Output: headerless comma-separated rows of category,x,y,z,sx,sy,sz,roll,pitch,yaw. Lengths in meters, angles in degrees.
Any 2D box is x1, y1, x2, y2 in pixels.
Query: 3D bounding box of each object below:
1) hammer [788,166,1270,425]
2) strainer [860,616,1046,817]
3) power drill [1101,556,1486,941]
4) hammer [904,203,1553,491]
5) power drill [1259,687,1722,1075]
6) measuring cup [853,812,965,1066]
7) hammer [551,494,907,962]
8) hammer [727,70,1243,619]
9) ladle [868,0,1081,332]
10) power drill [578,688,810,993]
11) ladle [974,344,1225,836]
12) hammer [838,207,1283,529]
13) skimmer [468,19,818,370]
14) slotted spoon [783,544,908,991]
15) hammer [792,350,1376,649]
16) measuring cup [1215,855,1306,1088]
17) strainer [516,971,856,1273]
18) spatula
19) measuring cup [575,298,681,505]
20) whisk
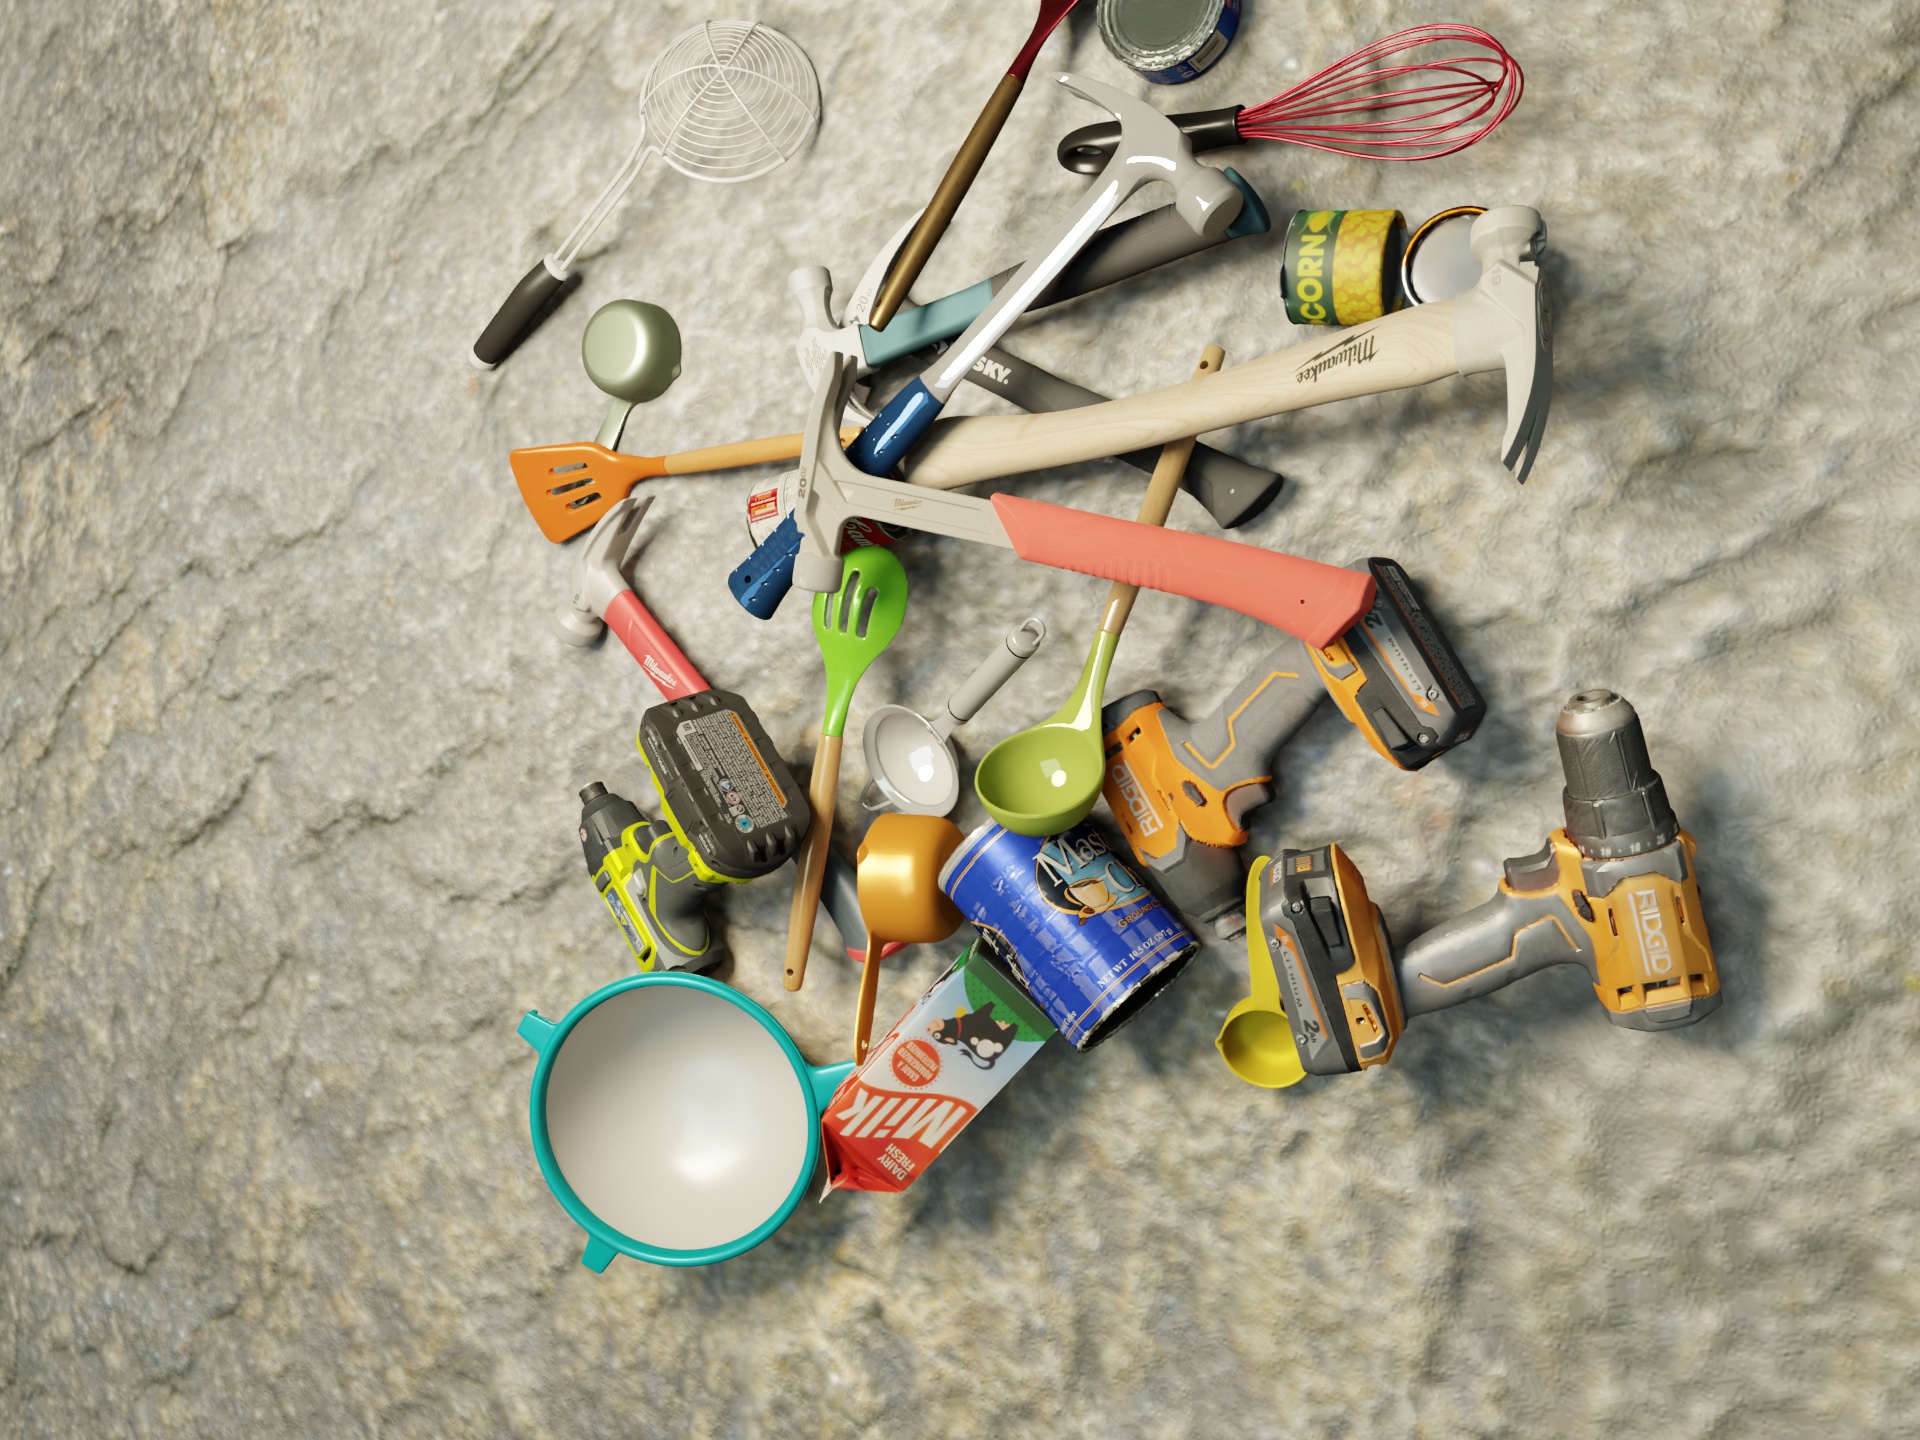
hammer,0.036,-0.275,1.013,0.331,0.033,0.128,-13,86,29
strainer,-0.002,-0.003,1.032,0.087,0.050,0.258,52,146,6
power drill,0.191,0.022,0.952,0.226,0.084,0.164,-35,76,30
hammer,0.133,-0.174,0.927,0.411,0.038,0.146,-7,70,37
power drill,0.280,0.092,0.864,0.226,0.084,0.185,-14,104,15
measuring cup,-0.033,0.144,1.050,0.052,0.095,0.174,-3,62,23
hammer,-0.159,0.011,1.155,0.386,0.038,0.143,49,126,17
hammer,-0.013,-0.220,1.000,0.405,0.035,0.144,-45,69,22
ladle,0.022,-0.387,1.017,0.069,0.031,0.315,27,87,56
power drill,-0.205,0.080,1.138,0.171,0.080,0.223,58,140,14
ladle,0.093,-0.080,0.959,0.078,0.062,0.320,20,89,34
hammer,0.061,-0.217,1.041,0.335,0.035,0.146,31,106,25
skimmer,-0.254,-0.383,1.214,0.363,0.090,0.127,-36,77,35
slotted spoon,-0.090,0.035,1.086,0.070,0.031,0.313,14,99,24
hammer,0.063,-0.116,0.929,0.359,0.036,0.149,15,102,24
measuring cup,0.186,0.148,0.961,0.062,0.029,0.156,3,111,19
strainer,-0.134,0.260,1.142,0.340,0.095,0.211,-14,93,8
spatula,-0.201,-0.186,1.165,0.323,0.041,0.081,-1,121,36
measuring cup,-0.273,-0.243,1.221,0.083,0.038,0.167,31,104,25
whisk,0.187,-0.362,0.956,0.296,0.073,0.073,3,93,34
